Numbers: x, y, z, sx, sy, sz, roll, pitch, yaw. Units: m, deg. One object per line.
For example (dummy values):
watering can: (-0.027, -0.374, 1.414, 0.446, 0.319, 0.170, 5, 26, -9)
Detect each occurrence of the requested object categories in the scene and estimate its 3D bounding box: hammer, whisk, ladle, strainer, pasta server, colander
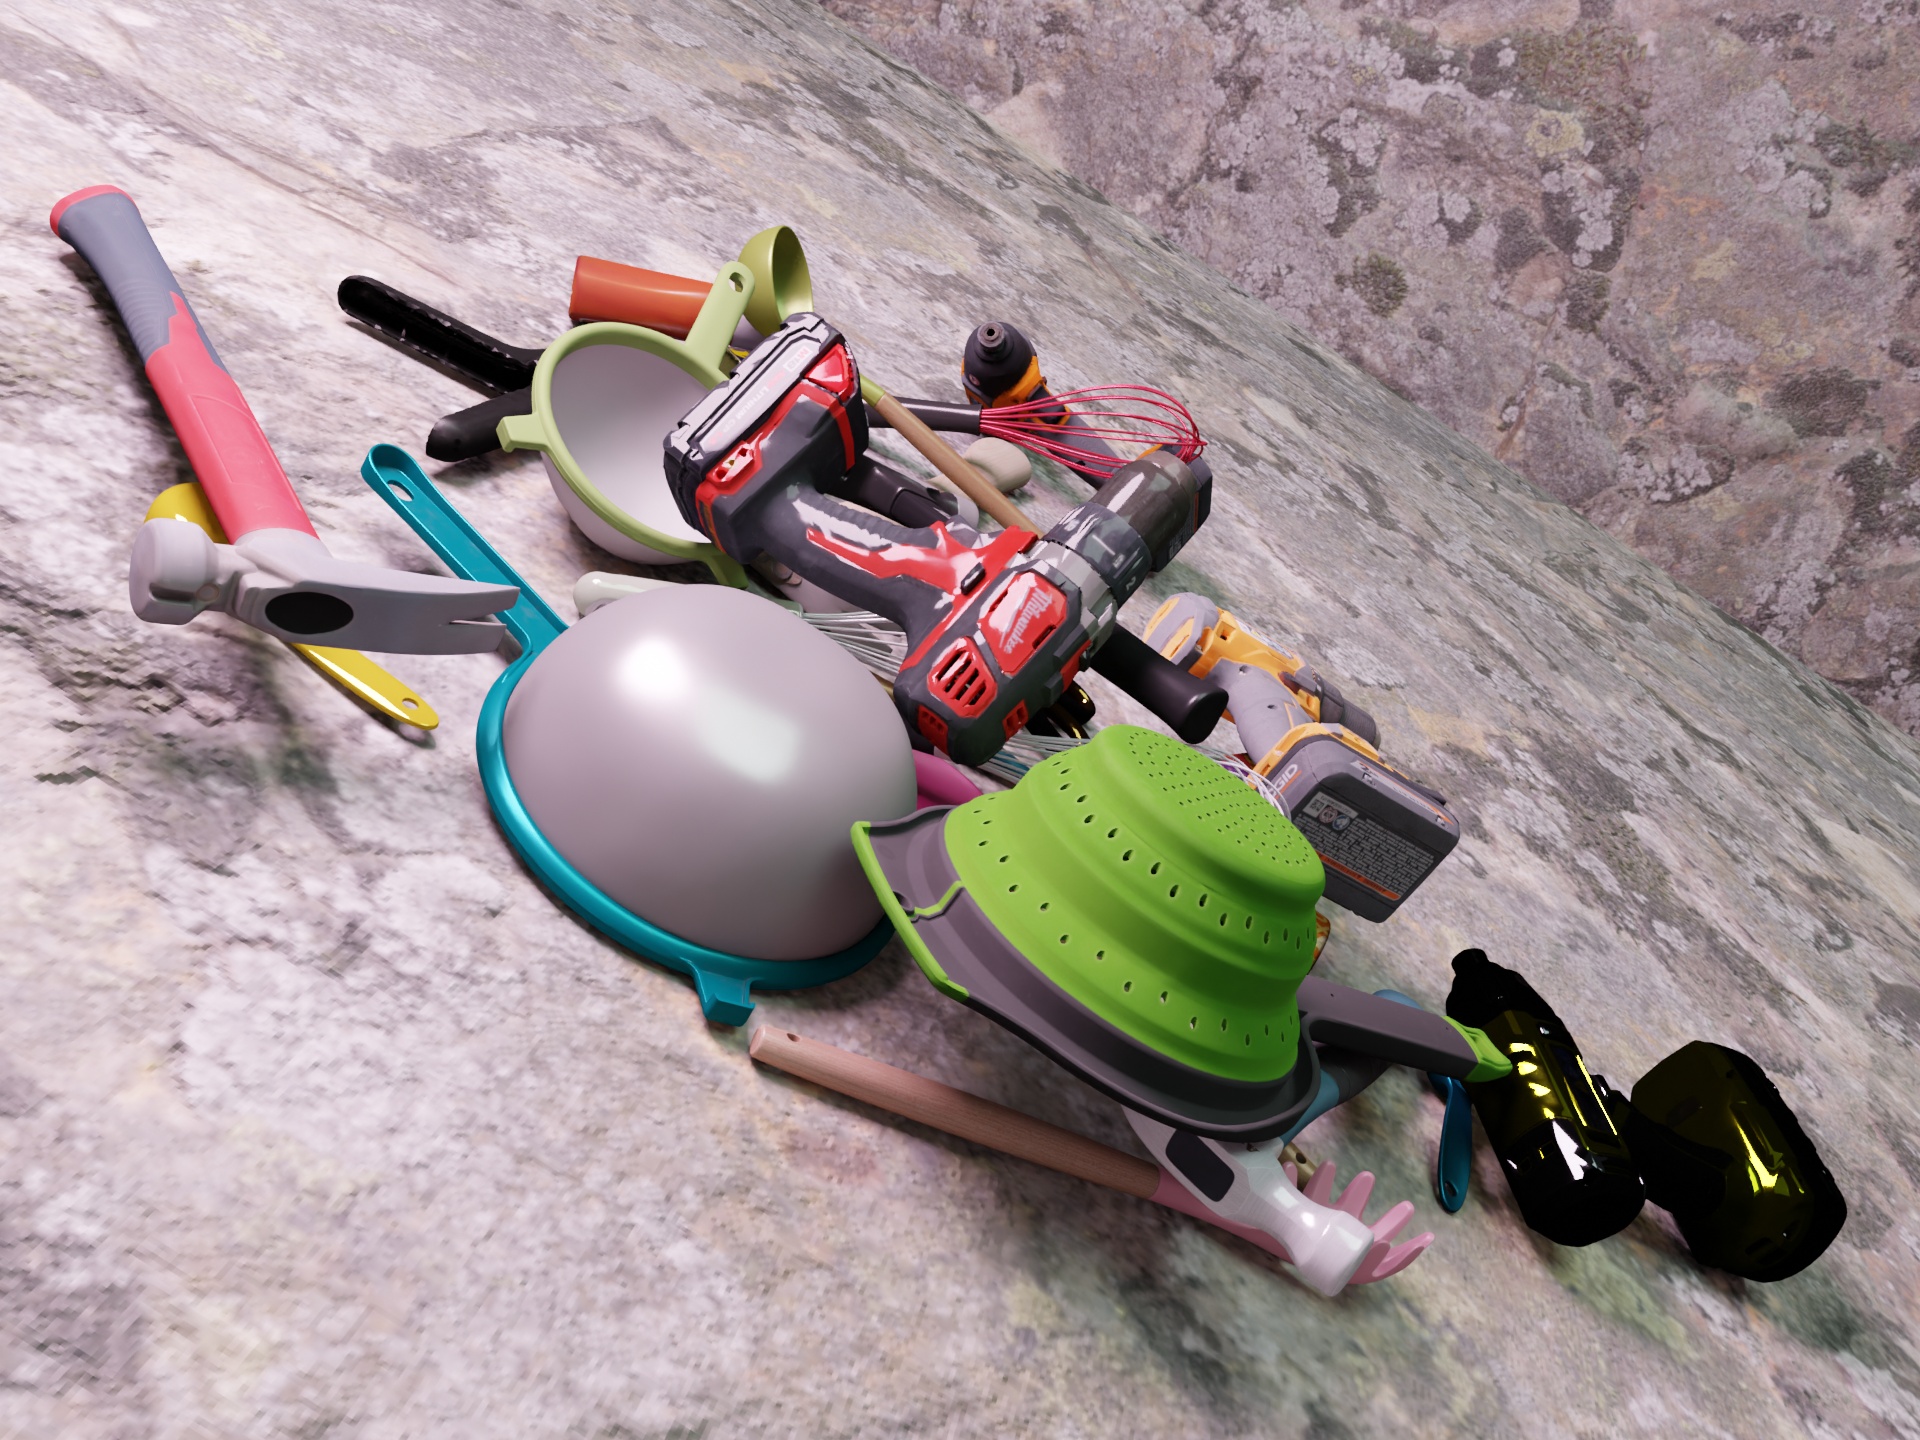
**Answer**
hammer: (-0.333, -0.150, 0.723, 0.143, 0.038, 0.387, 6, 32, -43)
whisk: (0.028, 0.020, 0.811, 0.284, 0.070, 0.070, 16, 25, 10)
whisk: (-0.080, -0.048, 0.841, 0.246, 0.057, 0.059, 8, 58, -18)
whisk: (0.034, -0.220, 1.171, 0.296, 0.073, 0.073, 7, 27, 7)
ladle: (-0.028, -0.211, 1.095, 0.320, 0.062, 0.078, 41, 32, -13)
hammer: (0.172, 0.172, 0.758, 0.128, 0.033, 0.331, 35, 16, 23)
hammer: (-0.024, -0.142, 1.107, 0.146, 0.038, 0.410, 39, 27, 7)
strainer: (-0.141, -0.035, 0.713, 0.340, 0.095, 0.211, 44, 30, 10)
pasta server: (0.061, 0.179, 0.669, 0.316, 0.040, 0.060, 24, 13, -17)
hammer: (0.029, -0.076, 0.883, 0.146, 0.035, 0.335, 18, 16, -42)
colander: (0.143, 0.091, 0.704, 0.396, 0.094, 0.205, 20, 22, -35)
strainer: (-0.171, -0.178, 0.916, 0.151, 0.069, 0.257, 34, 42, -22)

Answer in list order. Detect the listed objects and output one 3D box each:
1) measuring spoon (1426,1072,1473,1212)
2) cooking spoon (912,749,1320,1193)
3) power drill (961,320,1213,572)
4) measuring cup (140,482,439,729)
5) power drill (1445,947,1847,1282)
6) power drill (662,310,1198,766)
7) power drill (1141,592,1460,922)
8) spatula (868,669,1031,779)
measuring spoon: (0.261, 0.219, 0.857, 0.042, 0.021, 0.129, 42, 35, -6)
cooking spoon: (0.056, 0.114, 0.792, 0.319, 0.017, 0.069, 43, 36, 19)
power drill: (0.092, -0.229, 1.274, 0.226, 0.084, 0.164, 41, -4, 13)
measuring cup: (-0.278, -0.050, 0.673, 0.156, 0.029, 0.062, 35, 26, 8)
power drill: (0.372, 0.219, 0.888, 0.223, 0.080, 0.171, 22, 34, -26)
power drill: (-0.013, -0.107, 0.793, 0.227, 0.188, 0.080, 38, -15, 16)
power drill: (0.216, 0.023, 0.971, 0.185, 0.084, 0.226, 28, 22, -26)
spatula: (-0.001, -0.003, 0.893, 0.317, 0.044, 0.082, 28, 29, -10)
